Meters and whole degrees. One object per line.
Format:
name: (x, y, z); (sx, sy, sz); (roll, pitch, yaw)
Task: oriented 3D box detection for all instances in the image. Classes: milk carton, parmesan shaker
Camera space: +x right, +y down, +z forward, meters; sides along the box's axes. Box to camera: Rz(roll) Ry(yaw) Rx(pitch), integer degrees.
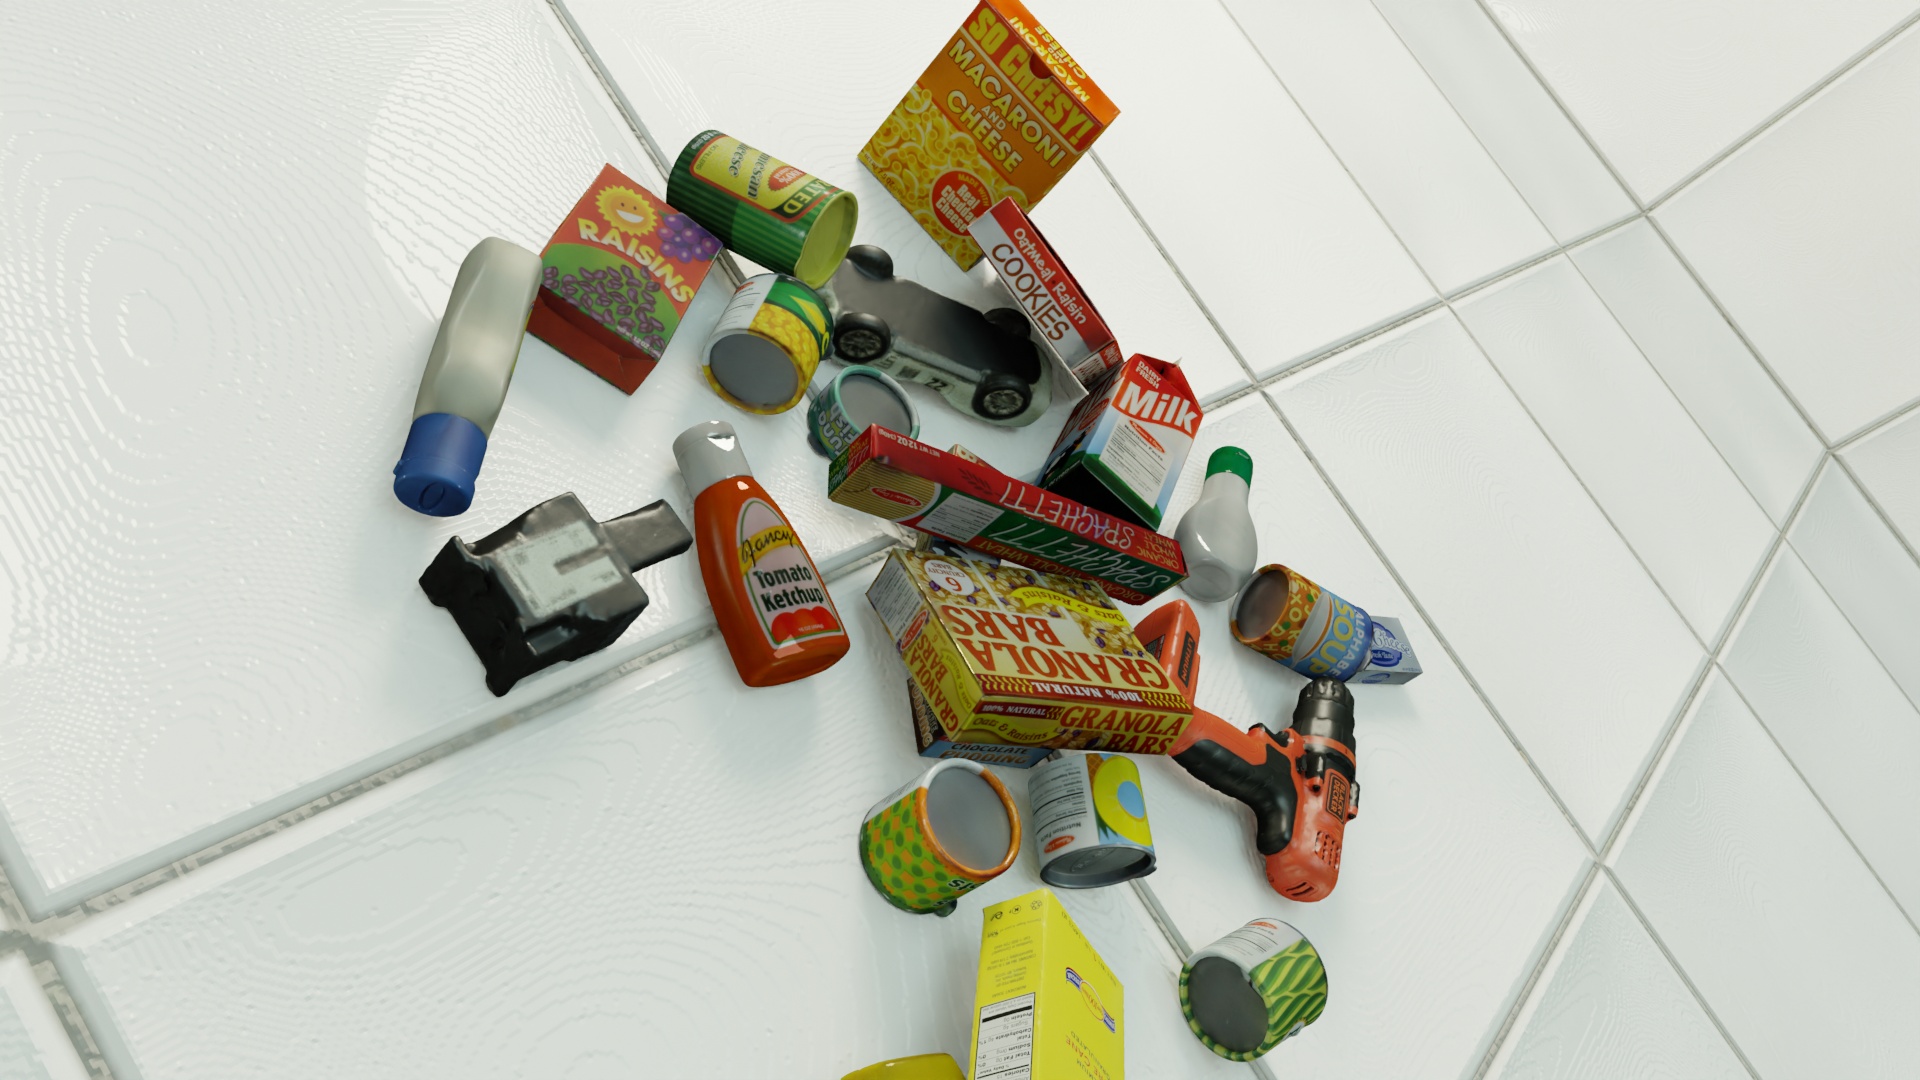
milk carton: (0.117, -0.067, 1.005); (0.073, 0.072, 0.192); (41, 42, -10)
parmesan shaker: (-0.126, -0.207, 0.873); (0.103, 0.071, 0.072); (28, 39, 12)

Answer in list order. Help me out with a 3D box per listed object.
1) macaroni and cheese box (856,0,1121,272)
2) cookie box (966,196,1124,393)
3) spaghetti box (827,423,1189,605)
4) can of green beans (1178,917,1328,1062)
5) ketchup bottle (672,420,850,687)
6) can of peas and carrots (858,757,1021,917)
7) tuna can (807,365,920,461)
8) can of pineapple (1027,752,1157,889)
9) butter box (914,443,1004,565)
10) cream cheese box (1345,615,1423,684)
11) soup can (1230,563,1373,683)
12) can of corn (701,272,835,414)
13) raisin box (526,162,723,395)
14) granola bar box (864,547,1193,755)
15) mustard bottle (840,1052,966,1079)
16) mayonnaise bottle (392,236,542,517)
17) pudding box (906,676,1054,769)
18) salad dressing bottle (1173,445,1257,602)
macaroni and cheese box: (0.018, -0.297, 1.020); (0.123, 0.165, 0.040); (46, 41, -4)
cookie box: (0.066, -0.173, 1.001); (0.123, 0.040, 0.167); (54, 8, 5)
spaghetti box: (0.035, -0.011, 0.866); (0.250, 0.050, 0.029); (19, 51, -31)
can of green beans: (0.169, 0.260, 0.805); (0.058, 0.071, 0.071); (-9, 67, -45)
ketchup bottle: (-0.116, 0.005, 0.763); (0.065, 0.043, 0.149); (-8, 65, -45)
can of peas and carrots: (-0.009, 0.157, 0.729); (0.071, 0.058, 0.071); (23, 47, -27)
tuna can: (-0.062, -0.076, 0.881); (0.071, 0.032, 0.071); (24, 46, -27)
can of pineapple: (0.076, 0.162, 0.797); (0.071, 0.070, 0.058); (17, 50, -32)
butter box: (0.003, -0.011, 0.896); (0.053, 0.024, 0.104); (33, 43, -19)
cream cheese box: (0.321, 0.086, 1.106); (0.104, 0.024, 0.053); (6, 55, -39)
soup can: (0.254, 0.063, 1.028); (0.084, 0.071, 0.072); (27, 45, -24)
can of corn: (-0.114, -0.117, 0.840); (0.071, 0.071, 0.058); (35, 43, -17)
raisin box: (-0.200, -0.155, 0.814); (0.086, 0.040, 0.124); (33, 42, -17)
granola bar box: (0.042, 0.066, 0.812); (0.166, 0.039, 0.124); (10, 33, -38)
mustard bottle: (-0.011, 0.313, 0.614); (0.065, 0.048, 0.161); (10, 53, -43)
mayonnaise bottle: (-0.248, -0.081, 0.700); (0.041, 0.064, 0.149); (21, 52, -26)
pudding box: (0.012, 0.102, 0.813); (0.084, 0.030, 0.050); (14, 51, -35)
salad dressing bottle: (0.199, -0.016, 1.062); (0.064, 0.043, 0.148); (31, 42, -7)
